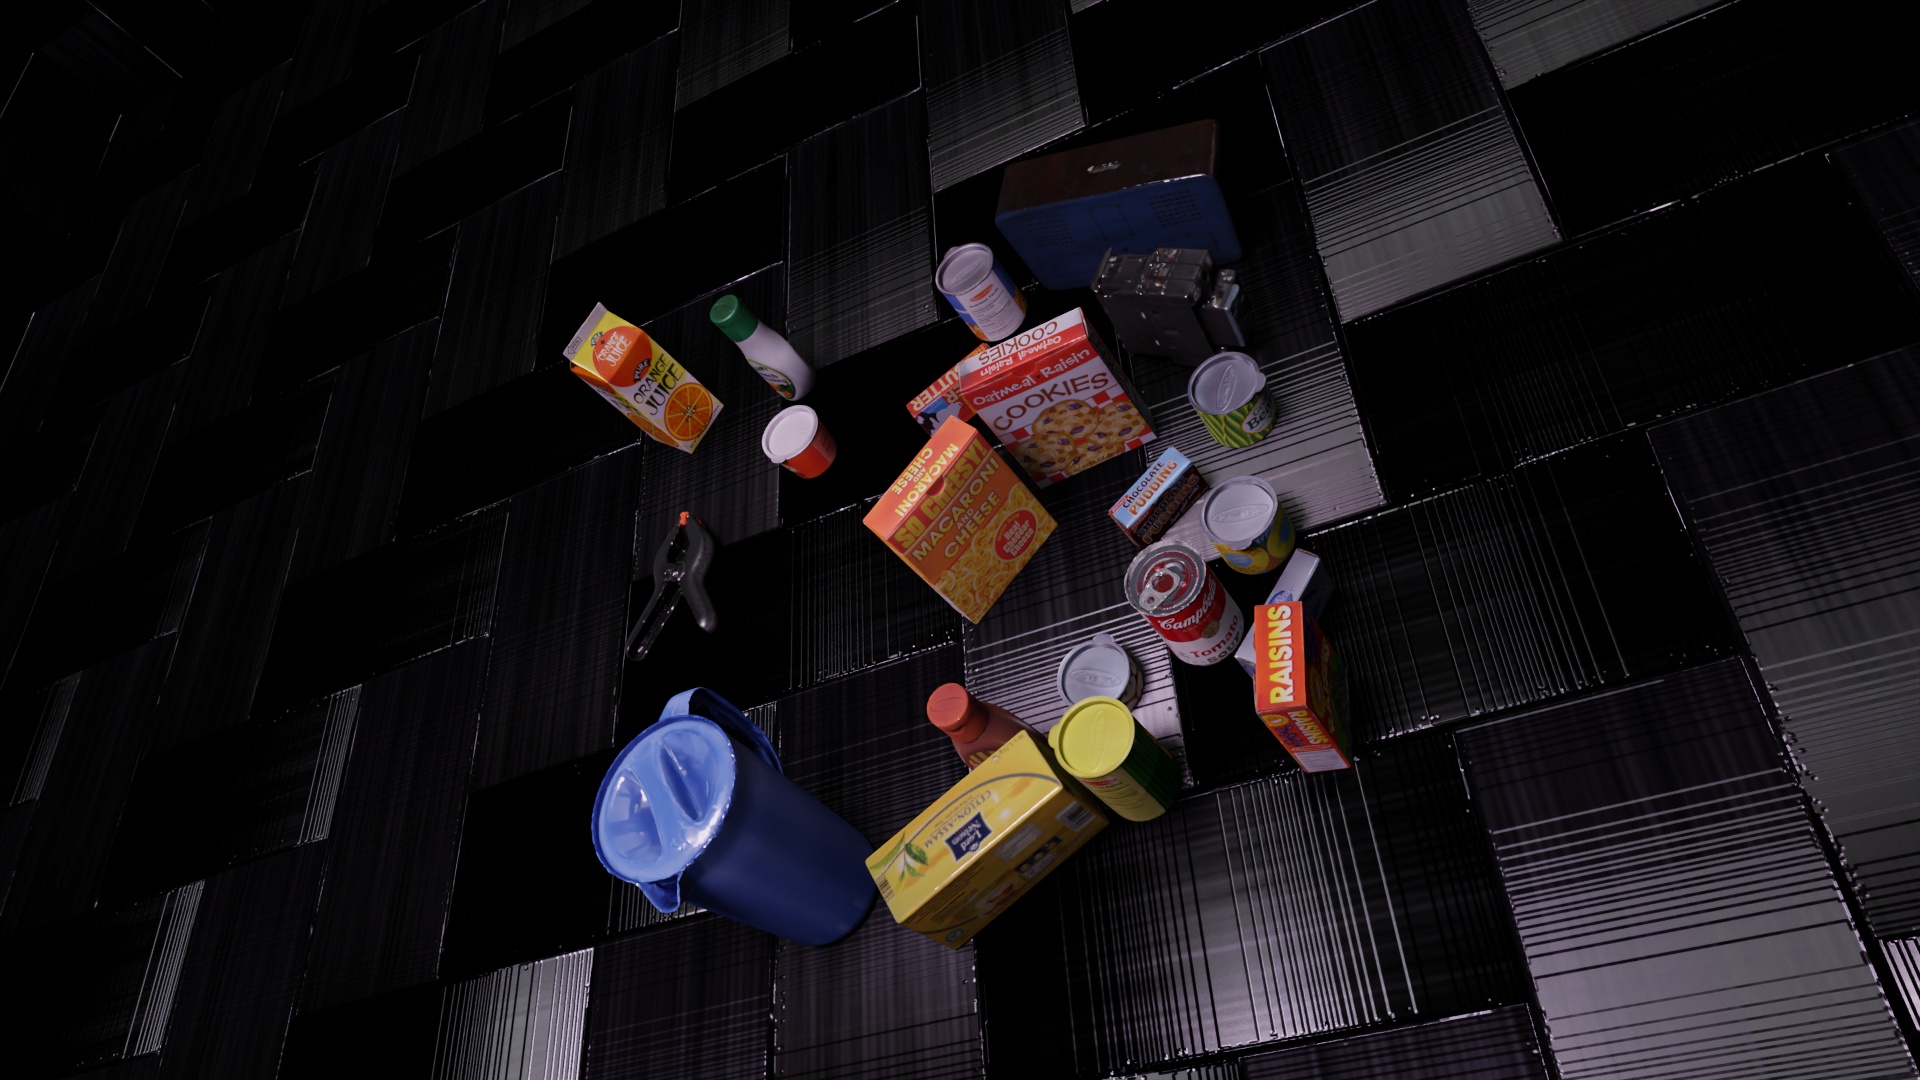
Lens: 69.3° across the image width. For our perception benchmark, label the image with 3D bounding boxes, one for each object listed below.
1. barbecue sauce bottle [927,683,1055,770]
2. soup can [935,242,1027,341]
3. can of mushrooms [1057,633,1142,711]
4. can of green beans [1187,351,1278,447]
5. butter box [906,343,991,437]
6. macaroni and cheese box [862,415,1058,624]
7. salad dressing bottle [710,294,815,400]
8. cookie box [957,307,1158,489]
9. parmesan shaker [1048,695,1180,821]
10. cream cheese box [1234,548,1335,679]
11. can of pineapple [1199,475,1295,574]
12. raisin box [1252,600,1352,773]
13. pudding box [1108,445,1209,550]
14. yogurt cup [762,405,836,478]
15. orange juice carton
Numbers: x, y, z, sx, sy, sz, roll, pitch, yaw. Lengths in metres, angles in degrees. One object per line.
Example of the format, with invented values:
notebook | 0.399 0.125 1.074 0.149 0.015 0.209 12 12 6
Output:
barbecue sauce bottle | 0.024 0.160 1.125 0.065 0.148 0.044 -18 53 22
soup can | 0.022 -0.258 1.439 0.071 0.083 0.072 -16 54 23
can of mushrooms | 0.119 0.117 1.171 0.071 0.033 0.071 -16 54 23
can of green beans | 0.243 -0.124 1.234 0.071 0.057 0.071 -16 54 23
butter box | 0.001 -0.148 1.402 0.103 0.053 0.024 -39 49 5
macaroni and cheese box | 0.004 -0.016 1.238 0.124 0.166 0.040 -51 49 -6
salad dressing bottle | -0.215 -0.210 1.511 0.064 0.147 0.044 19 73 39
cookie box | 0.089 -0.124 1.256 0.123 0.167 0.040 -23 52 18
parmesan shaker | 0.122 0.172 1.087 0.071 0.103 0.071 -16 54 23
cream cheese box | 0.260 0.064 1.105 0.024 0.053 0.104 23 75 39
can of pineapple | 0.240 -0.011 1.162 0.071 0.057 0.071 -16 54 23
raisin box | 0.254 0.110 1.032 0.040 0.123 0.086 -10 57 27
pudding box | 0.175 -0.037 1.225 0.084 0.049 0.030 -46 48 -2
yogurt cup | -0.168 -0.102 1.476 0.072 0.054 0.073 -16 54 23
orange juice carton | -0.361 -0.182 1.554 0.073 0.192 0.072 20 73 39
